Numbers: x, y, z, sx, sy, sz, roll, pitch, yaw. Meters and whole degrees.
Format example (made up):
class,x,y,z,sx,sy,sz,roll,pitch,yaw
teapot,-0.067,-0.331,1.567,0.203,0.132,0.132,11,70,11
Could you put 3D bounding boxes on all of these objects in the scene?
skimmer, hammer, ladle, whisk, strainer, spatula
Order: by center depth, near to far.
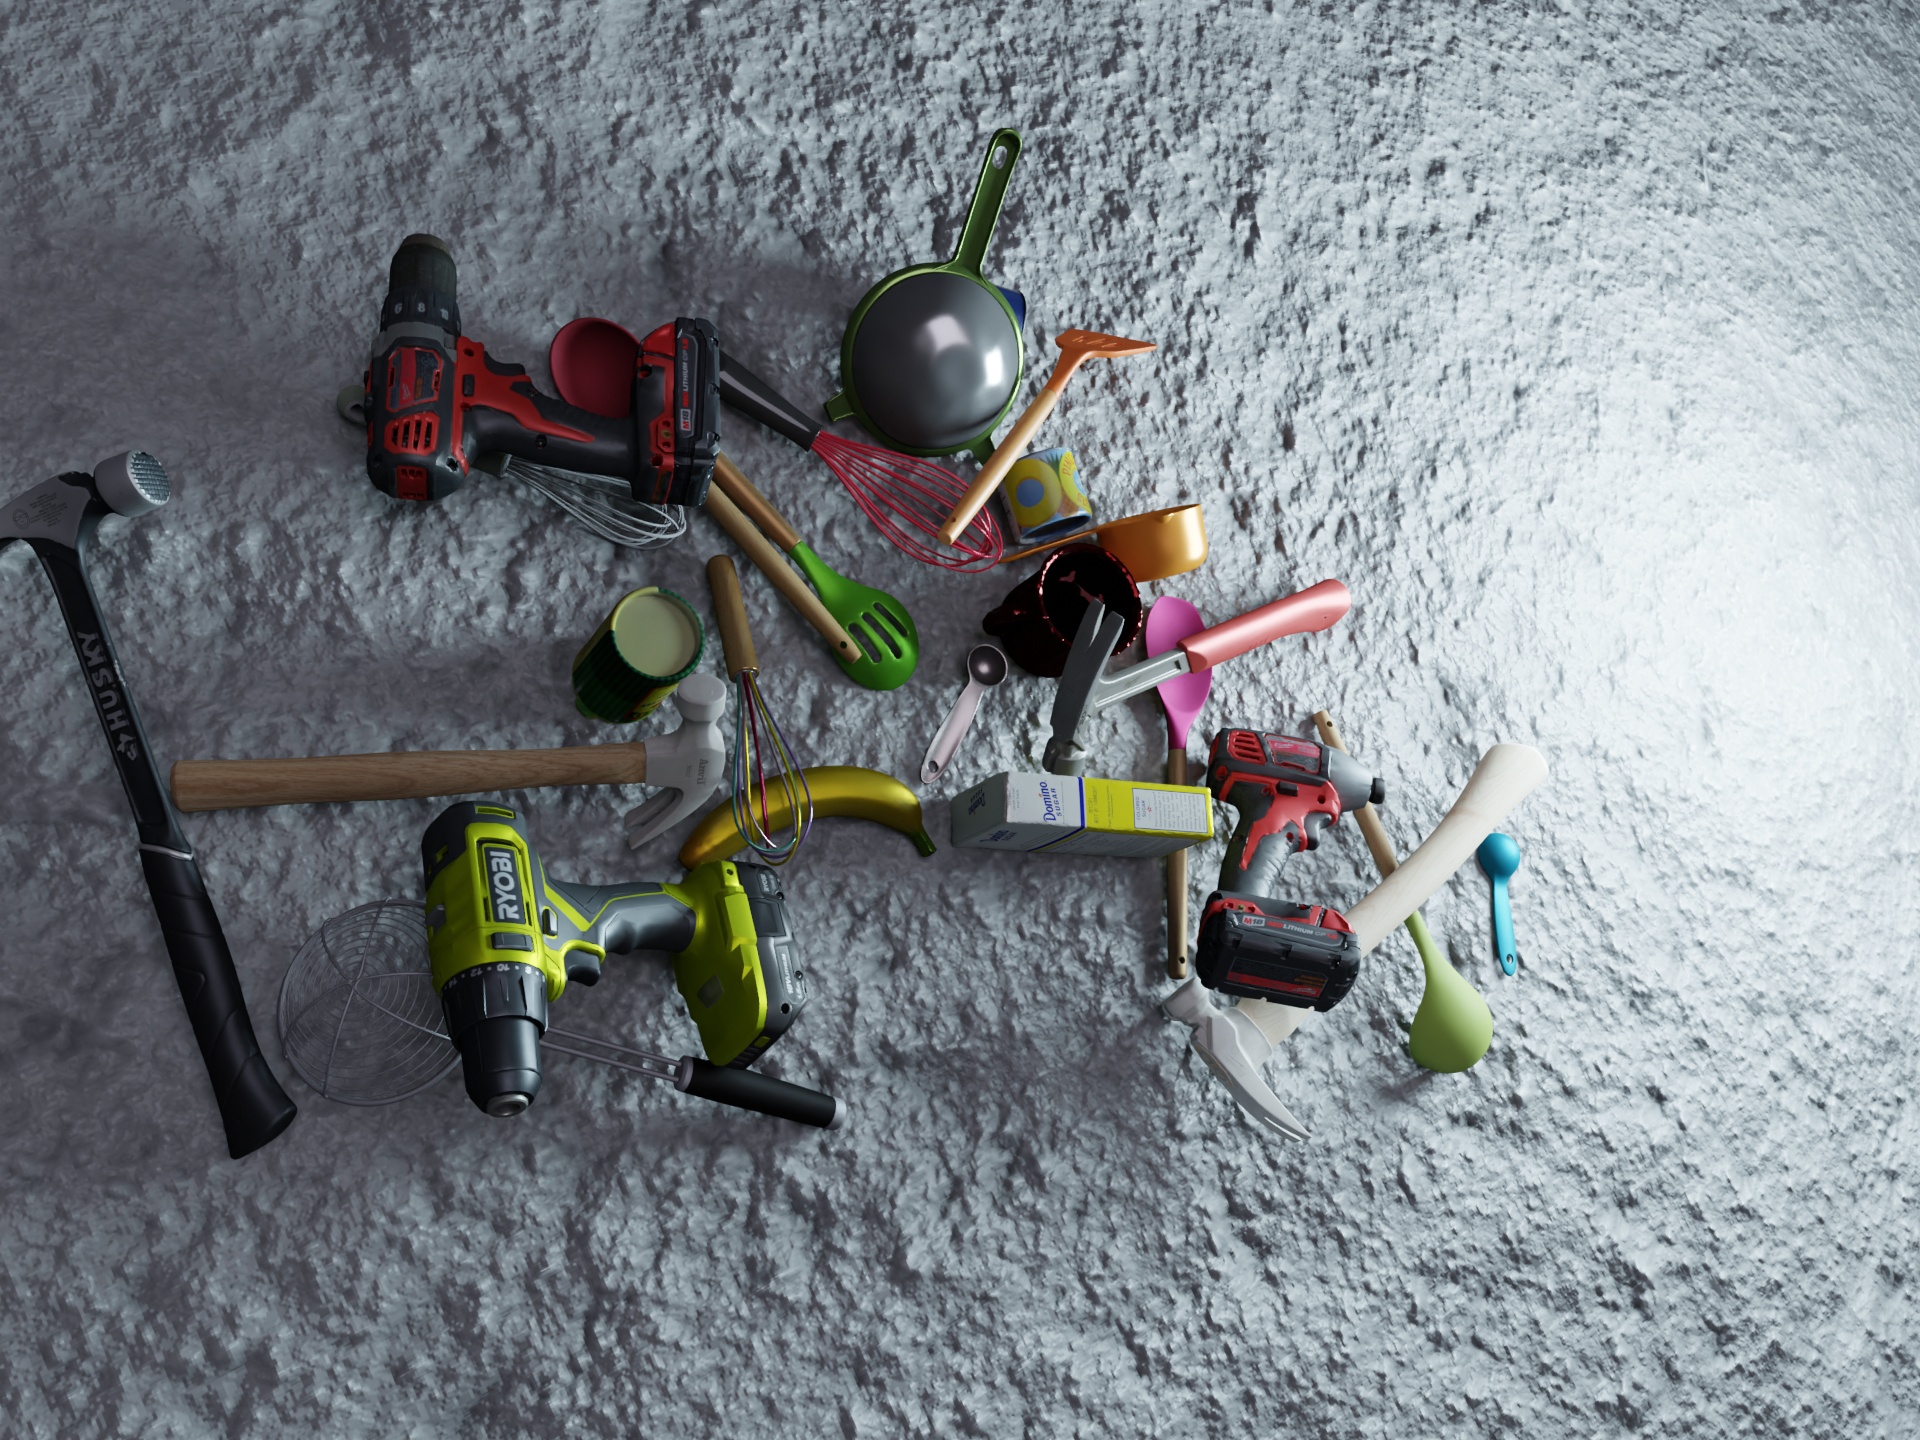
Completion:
class,x,y,z,sx,sy,sz,roll,pitch,yaw
hammer,-0.476,0.059,0.928,0.149,0.036,0.409,-18,90,8
hammer,-0.316,0.034,1.008,0.331,0.130,0.031,-3,43,-16
skimmer,-0.245,0.213,1.025,0.363,0.090,0.127,24,63,-30
whisk,-0.308,-0.178,1.104,0.246,0.057,0.059,20,33,-17
whisk,-0.150,-0.011,1.108,0.051,0.047,0.245,-7,62,-18
ladle,-0.180,-0.163,1.156,0.069,0.031,0.315,-41,94,6
strainer,0.005,-0.321,1.208,0.151,0.069,0.256,13,105,-23
whisk,-0.094,-0.203,1.209,0.295,0.073,0.073,33,63,-7
spatula,0.061,-0.234,1.252,0.081,0.041,0.323,17,51,22
hammer,0.204,-0.067,1.267,0.359,0.149,0.037,-22,49,-41
hammer,0.350,0.158,1.287,0.410,0.038,0.146,-37,82,-23
ladle,0.362,0.142,1.345,0.078,0.062,0.320,-15,75,-25

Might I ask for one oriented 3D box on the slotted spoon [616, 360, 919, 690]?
class,x,y,z,sx,sy,sz,roll,pitch,yaw
slotted spoon,-0.143,-0.147,1.183,0.313,0.031,0.070,47,68,-5

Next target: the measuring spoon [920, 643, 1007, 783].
class,x,y,z,sx,sy,sz,roll,pitch,yaw
measuring spoon,-0.002,-0.004,1.220,0.034,0.018,0.124,33,70,-13

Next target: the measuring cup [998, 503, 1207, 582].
class,x,y,z,sx,sy,sz,roll,pitch,yaw
measuring cup,0.117,-0.130,1.287,0.173,0.095,0.052,-17,100,-8

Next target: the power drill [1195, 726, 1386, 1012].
class,x,y,z,sx,sy,sz,roll,pitch,yaw
power drill,0.257,0.107,1.236,0.143,0.078,0.220,11,52,3

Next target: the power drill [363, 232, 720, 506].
class,x,y,z,sx,sy,sz,roll,pitch,yaw
power drill,-0.280,-0.234,1.071,0.226,0.080,0.188,2,69,-16

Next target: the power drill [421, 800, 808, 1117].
class,x,y,z,sx,sy,sz,roll,pitch,yaw
power drill,-0.213,0.152,0.975,0.228,0.080,0.191,13,45,-38

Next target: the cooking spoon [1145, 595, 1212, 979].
class,x,y,z,sx,sy,sz,roll,pitch,yaw
cooking spoon,0.175,0.049,1.286,0.068,0.017,0.319,12,70,-28

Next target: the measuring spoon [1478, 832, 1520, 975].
class,x,y,z,sx,sy,sz,roll,pitch,yaw
measuring spoon,0.484,0.160,1.403,0.042,0.021,0.129,8,71,-24
